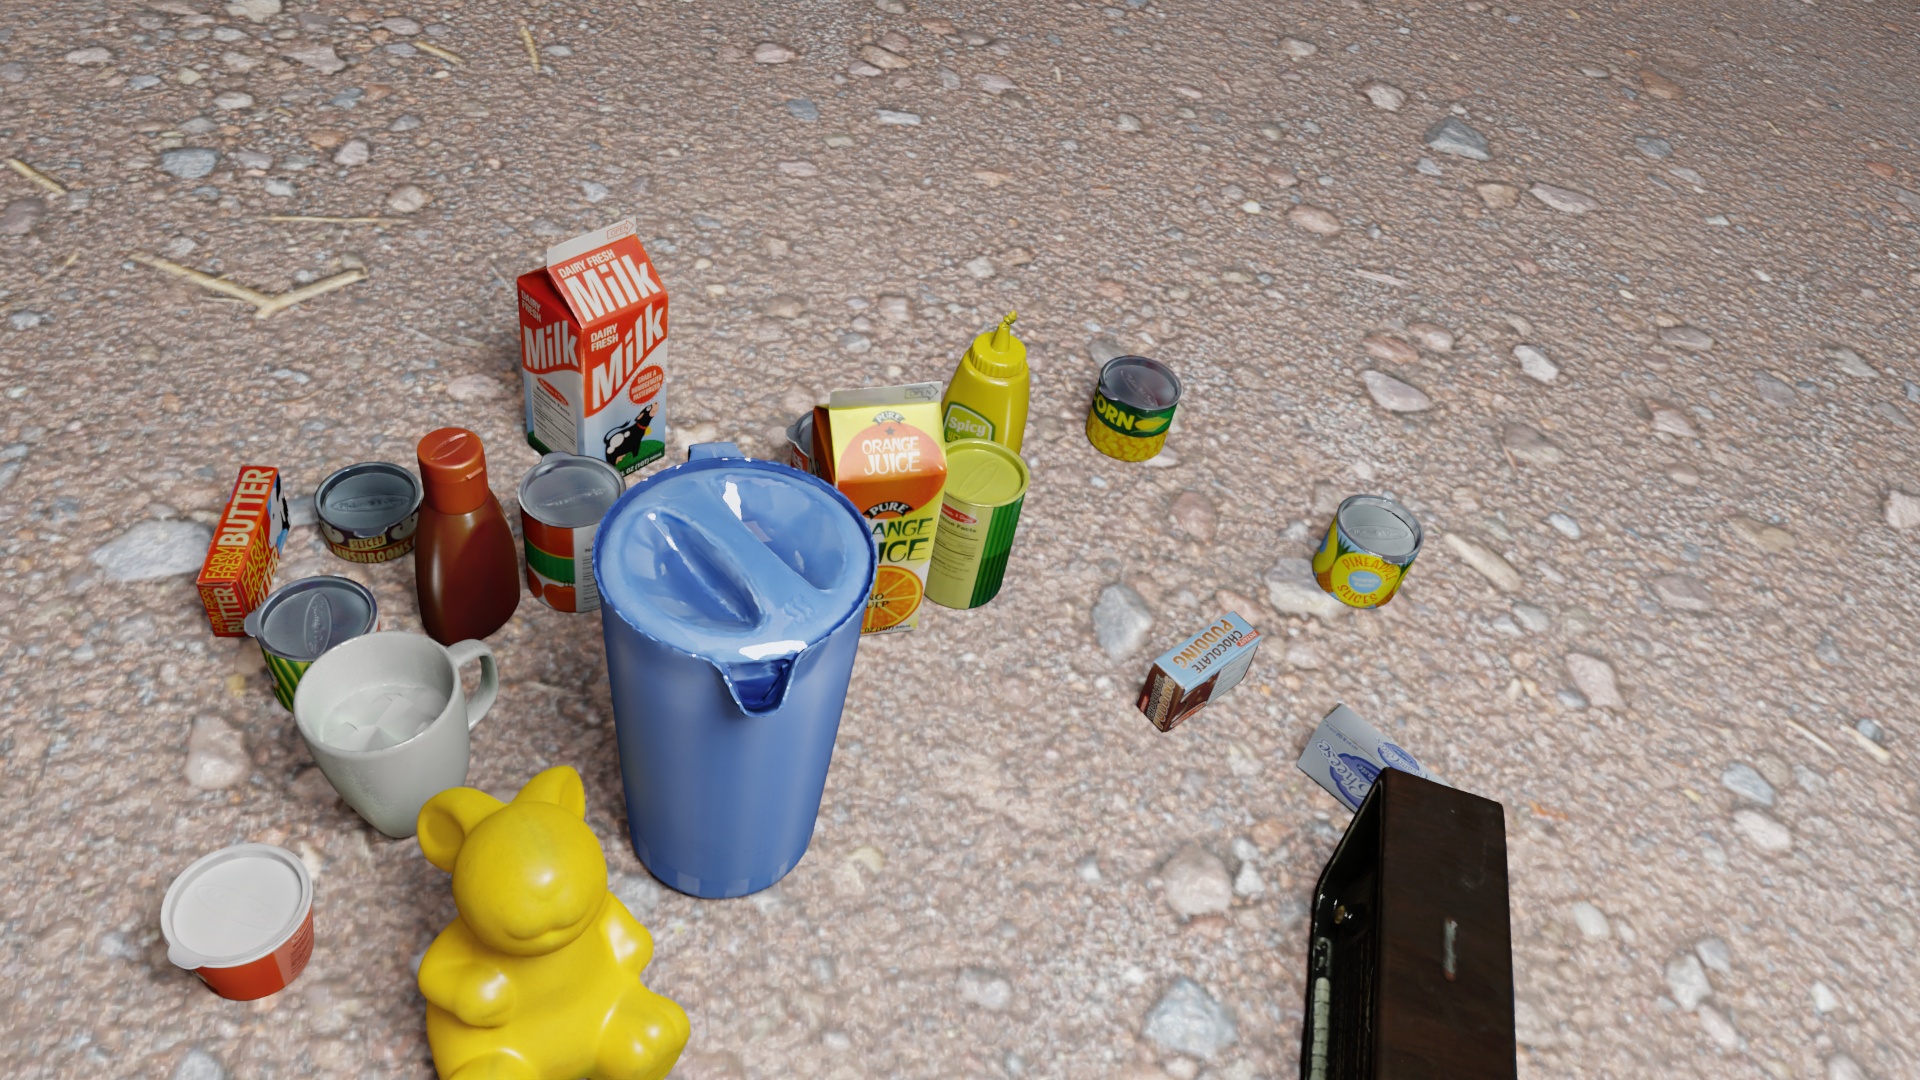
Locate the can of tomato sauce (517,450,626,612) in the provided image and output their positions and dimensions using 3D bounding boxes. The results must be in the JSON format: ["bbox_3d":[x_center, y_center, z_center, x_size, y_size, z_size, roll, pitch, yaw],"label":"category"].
[{"bbox_3d":[-0.253,-0.005,0.906,0.071,0.082,0.071,6,45,-6],"label":"can of tomato sauce"}]

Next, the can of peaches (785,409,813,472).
[{"bbox_3d":[-0.093,-0.055,1.009,0.071,0.057,0.071,6,45,-6],"label":"can of peaches"}]

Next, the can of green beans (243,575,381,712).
[{"bbox_3d":[-0.379,0.064,0.828,0.071,0.057,0.071,6,45,-6],"label":"can of green beans"}]

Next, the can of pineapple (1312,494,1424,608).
[{"bbox_3d":[0.302,0.010,1.033,0.071,0.057,0.071,6,45,-6],"label":"can of pineapple"}]

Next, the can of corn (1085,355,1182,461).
[{"bbox_3d":[0.135,-0.104,1.109,0.071,0.058,0.071,6,45,-6],"label":"can of corn"}]

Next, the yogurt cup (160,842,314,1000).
[{"bbox_3d":[-0.361,0.196,0.703,0.072,0.053,0.073,6,45,-6],"label":"yogurt cup"}]

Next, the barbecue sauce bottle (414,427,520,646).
[{"bbox_3d":[-0.303,-0.002,0.846,0.044,0.147,0.065,30,47,17],"label":"barbecue sauce bottle"}]

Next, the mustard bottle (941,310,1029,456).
[{"bbox_3d":[0.018,-0.102,1.008,0.065,0.159,0.049,28,47,15],"label":"mustard bottle"}]

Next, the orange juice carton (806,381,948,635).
[{"bbox_3d":[-0.058,-0.026,0.893,0.072,0.191,0.073,-5,47,-17],"label":"orange juice carton"}]

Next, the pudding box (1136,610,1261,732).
[{"bbox_3d":[0.160,0.087,0.930,0.084,0.049,0.030,-27,57,-33],"label":"pudding box"}]

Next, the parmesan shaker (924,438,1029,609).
[{"bbox_3d":[0.003,-0.012,0.956,0.071,0.102,0.072,6,45,-6],"label":"parmesan shaker"}]

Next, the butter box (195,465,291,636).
[{"bbox_3d":[-0.448,0.006,0.873,0.024,0.052,0.104,2,45,-10],"label":"butter box"}]

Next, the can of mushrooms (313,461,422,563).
[{"bbox_3d":[-0.391,-0.017,0.923,0.071,0.033,0.071,6,45,-6],"label":"can of mushrooms"}]

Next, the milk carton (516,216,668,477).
[{"bbox_3d":[-0.252,-0.132,0.956,0.073,0.189,0.073,37,50,23],"label":"milk carton"}]

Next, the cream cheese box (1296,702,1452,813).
[{"bbox_3d":[0.269,0.155,0.884,0.104,0.053,0.024,39,50,25],"label":"cream cheese box"}]
